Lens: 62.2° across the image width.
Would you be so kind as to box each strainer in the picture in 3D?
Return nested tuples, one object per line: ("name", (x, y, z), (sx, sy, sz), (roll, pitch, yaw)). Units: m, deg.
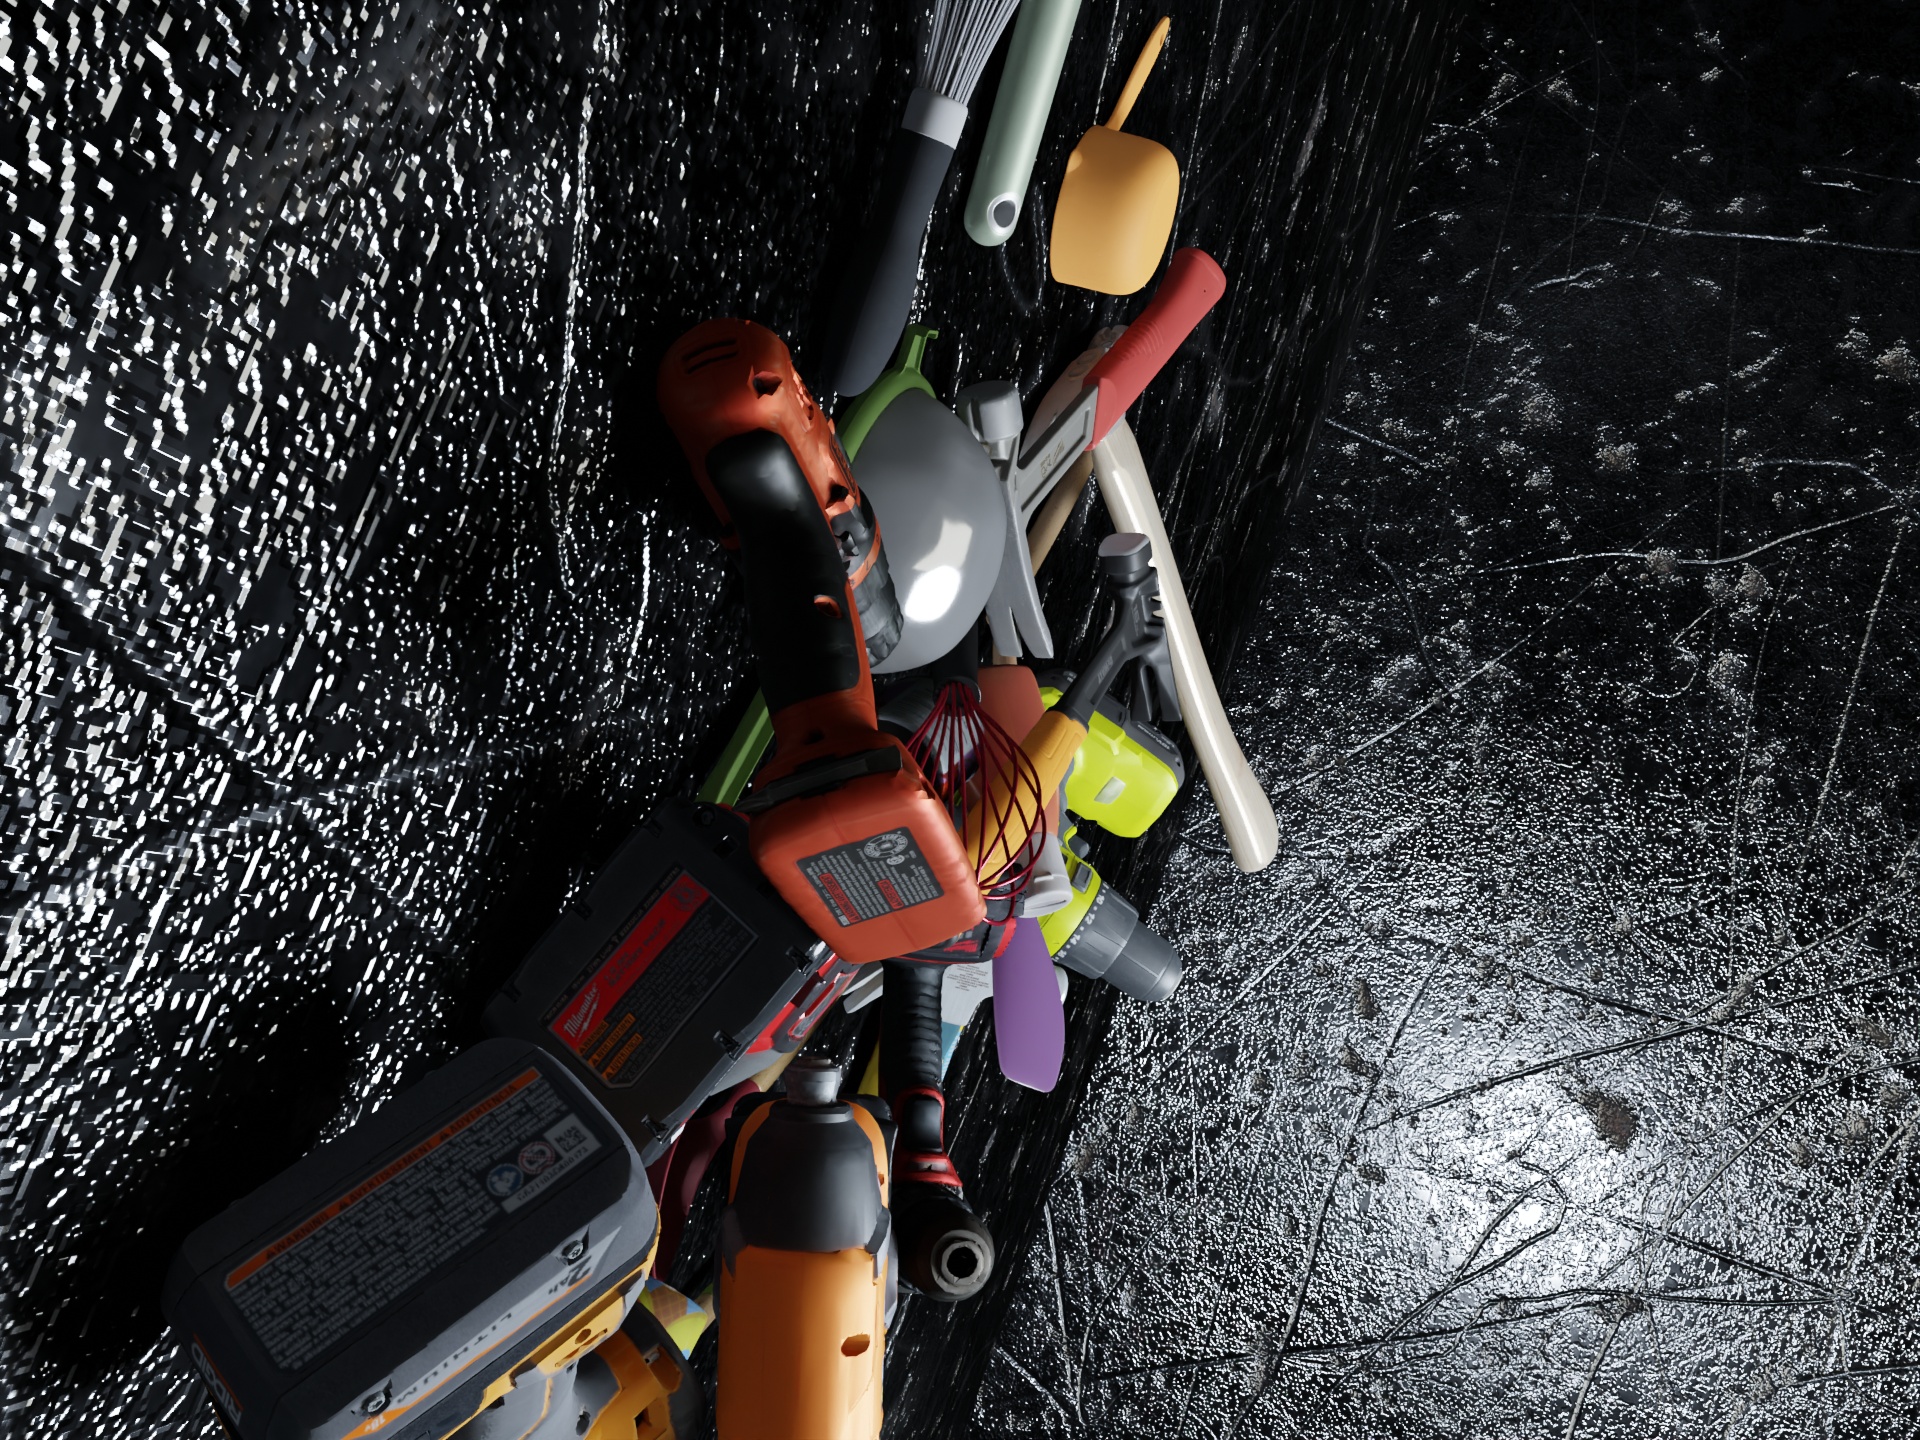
("strainer", (-0.038, -0.039, 0.699), (0.151, 0.069, 0.256), (88, 23, -56))

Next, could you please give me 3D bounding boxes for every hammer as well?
("hammer", (0.090, -0.186, 0.931), (0.359, 0.037, 0.149), (-53, 140, -48))
("hammer", (0.144, -0.052, 1.083), (0.146, 0.038, 0.410), (-57, 133, -44))
("hammer", (0.050, 0.020, 0.867), (0.337, 0.034, 0.127), (-51, 134, -51))
("hammer", (-0.056, 0.280, 1.010), (0.033, 0.128, 0.331), (-114, -134, -65))

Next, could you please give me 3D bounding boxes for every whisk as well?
("whisk", (0.043, -0.329, 0.690), (0.057, 0.059, 0.246), (-1, 119, -36))
("whisk", (-0.001, -0.002, 0.752), (0.296, 0.073, 0.073), (-94, -166, -60))
("whisk", (0.001, -0.259, 0.599), (0.284, 0.070, 0.070), (-69, 167, 15))

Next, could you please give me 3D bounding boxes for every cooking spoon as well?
("cooking spoon", (0.083, -0.175, 1.092), (0.068, 0.017, 0.319), (91, 23, -51))

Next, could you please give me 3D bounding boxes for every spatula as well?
("spatula", (0.034, 0.070, 0.958), (0.059, 0.018, 0.316), (28, 46, -38))

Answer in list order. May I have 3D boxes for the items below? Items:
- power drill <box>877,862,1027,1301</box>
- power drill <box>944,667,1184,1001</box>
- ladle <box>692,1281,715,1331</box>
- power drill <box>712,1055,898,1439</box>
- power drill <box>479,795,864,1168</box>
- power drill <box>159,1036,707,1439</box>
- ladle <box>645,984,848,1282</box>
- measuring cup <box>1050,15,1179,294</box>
("power drill", (-0.017, 0.186, 0.836), (0.188, 0.080, 0.227), (148, -52, -73))
("power drill", (0.077, 0.075, 1.063), (0.080, 0.190, 0.229), (-55, -177, 33))
("ladle", (-0.137, 0.331, 0.847), (0.320, 0.062, 0.078), (-25, 137, -68))
("power drill", (-0.064, 0.215, 0.668), (0.226, 0.084, 0.164), (134, -42, -83))
("power drill", (-0.095, 0.104, 0.635), (0.143, 0.078, 0.219), (-49, 170, -1))
("power drill", (-0.169, 0.221, 0.487), (0.185, 0.084, 0.226), (-33, 146, -32))
("ladle", (-0.101, 0.181, 0.846), (0.315, 0.031, 0.069), (-49, 148, -62))
("measuring cup", (0.106, -0.324, 0.907), (0.095, 0.052, 0.174), (58, 54, -72))
